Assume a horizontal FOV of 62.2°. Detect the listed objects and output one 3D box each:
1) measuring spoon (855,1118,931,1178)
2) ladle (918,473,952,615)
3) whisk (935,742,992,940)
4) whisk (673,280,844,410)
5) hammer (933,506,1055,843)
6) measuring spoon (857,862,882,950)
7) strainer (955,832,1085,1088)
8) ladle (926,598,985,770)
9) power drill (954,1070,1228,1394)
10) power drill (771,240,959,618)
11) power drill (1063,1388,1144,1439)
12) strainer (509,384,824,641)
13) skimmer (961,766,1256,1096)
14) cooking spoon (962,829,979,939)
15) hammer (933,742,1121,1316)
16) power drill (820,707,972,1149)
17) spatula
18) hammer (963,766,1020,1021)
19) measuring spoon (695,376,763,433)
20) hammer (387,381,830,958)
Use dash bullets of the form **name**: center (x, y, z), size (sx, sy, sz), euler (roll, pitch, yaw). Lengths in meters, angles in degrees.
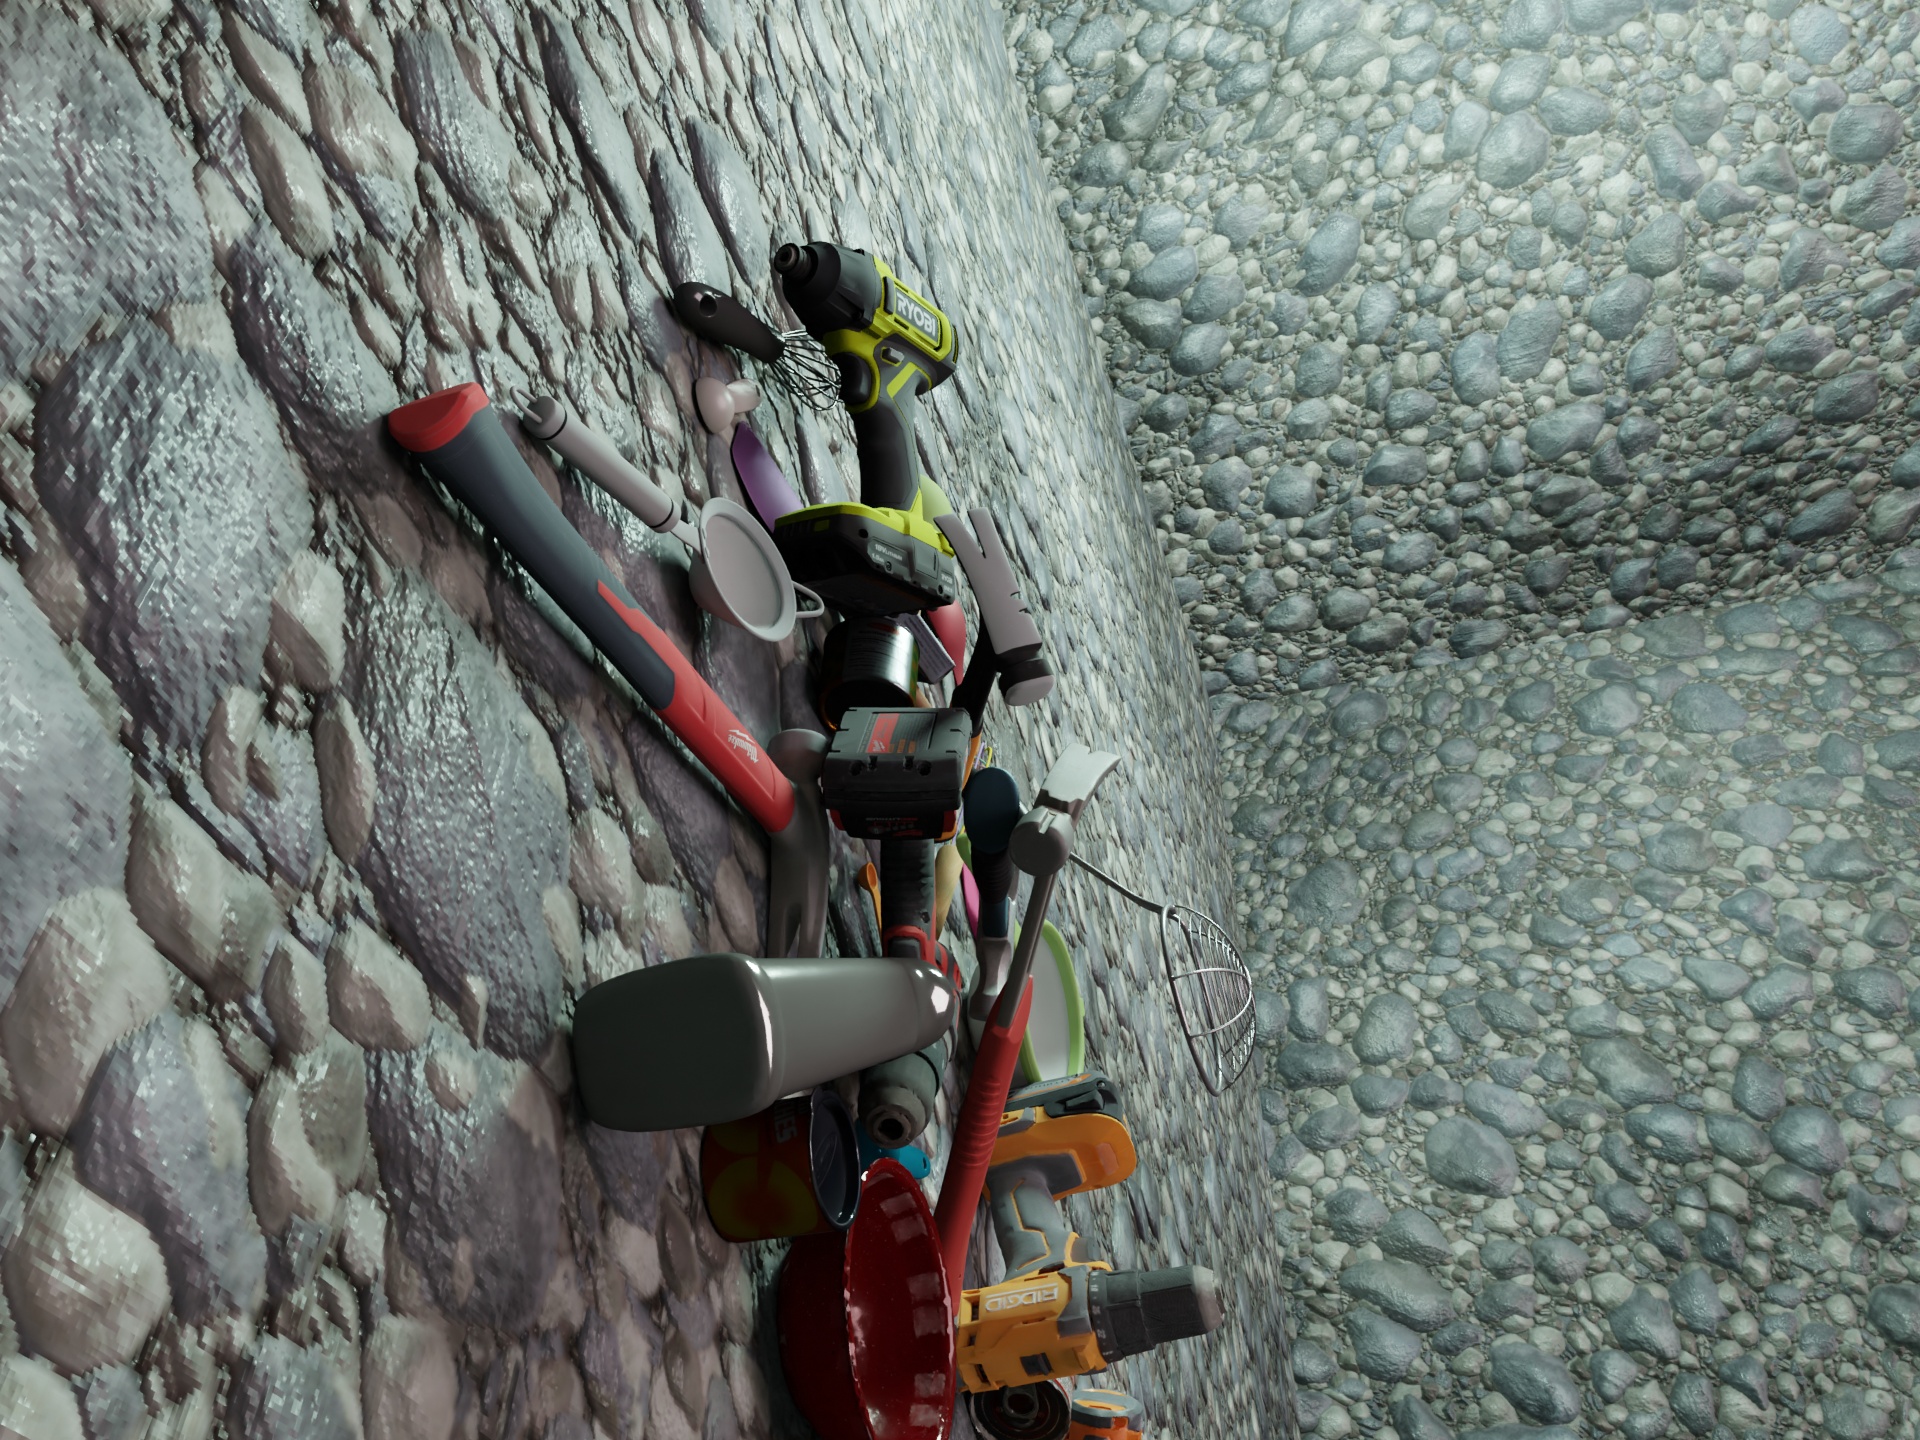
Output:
- **measuring spoon**: center (-0.034, 0.274, 1.004), size (0.128, 0.021, 0.042), euler (46, 34, -62)
- **ladle**: center (-0.052, -0.069, 1.213), size (0.078, 0.062, 0.320), euler (65, 26, -47)
- **whisk**: center (-0.004, 0.096, 1.244), size (0.051, 0.047, 0.245), euler (58, 25, -23)
- **whisk**: center (-0.124, -0.249, 1.047), size (0.239, 0.055, 0.055), euler (3, 75, -71)
- **hammer**: center (-0.002, -0.003, 1.064), size (0.336, 0.034, 0.127), euler (108, -35, -63)
- **measuring spoon**: center (-0.054, 0.151, 1.066), size (0.021, 0.011, 0.117), euler (-50, 131, -72)
- **strainer**: center (0.025, 0.191, 1.219), size (0.152, 0.069, 0.256), euler (-72, 145, -53)
- **ladle**: center (0.010, 0.030, 1.379), size (0.069, 0.031, 0.315), euler (-19, 98, -76)
- **power drill**: center (0.082, 0.343, 1.080), size (0.226, 0.185, 0.084), euler (-82, 155, -61)
- **power drill**: center (-0.065, -0.190, 1.035), size (0.171, 0.080, 0.223), euler (19, 67, -57)
- **power drill**: center (0.082, 0.568, 1.083), size (0.226, 0.084, 0.164), euler (33, 61, -76)
- **strainer**: center (-0.153, -0.104, 0.827), size (0.258, 0.050, 0.087), euler (42, 32, -58)
- **skimmer**: center (0.072, 0.127, 1.136), size (0.364, 0.090, 0.127), euler (33, -15, 39)
- **cooking spoon**: center (0.035, 0.242, 1.312), size (0.068, 0.017, 0.319), euler (26, 53, -71)
- **hammer**: center (0.023, 0.192, 0.924), size (0.149, 0.037, 0.359), euler (-45, 151, -67)
- **power drill**: center (-0.035, 0.120, 0.942), size (0.188, 0.080, 0.226), euler (-79, 168, -71)
- **spatula**: center (-0.073, -0.071, 1.094), size (0.315, 0.018, 0.060), euler (56, 26, -37)
- **hammer**: center (0.021, 0.099, 0.990), size (0.330, 0.033, 0.128), euler (85, 8, -70)
- **measuring spoon**: center (-0.139, -0.205, 1.006), size (0.124, 0.018, 0.034), euler (-60, 136, -71)
- **hammer**: center (-0.149, -0.013, 0.767), size (0.385, 0.038, 0.143), euler (58, 26, -54)
